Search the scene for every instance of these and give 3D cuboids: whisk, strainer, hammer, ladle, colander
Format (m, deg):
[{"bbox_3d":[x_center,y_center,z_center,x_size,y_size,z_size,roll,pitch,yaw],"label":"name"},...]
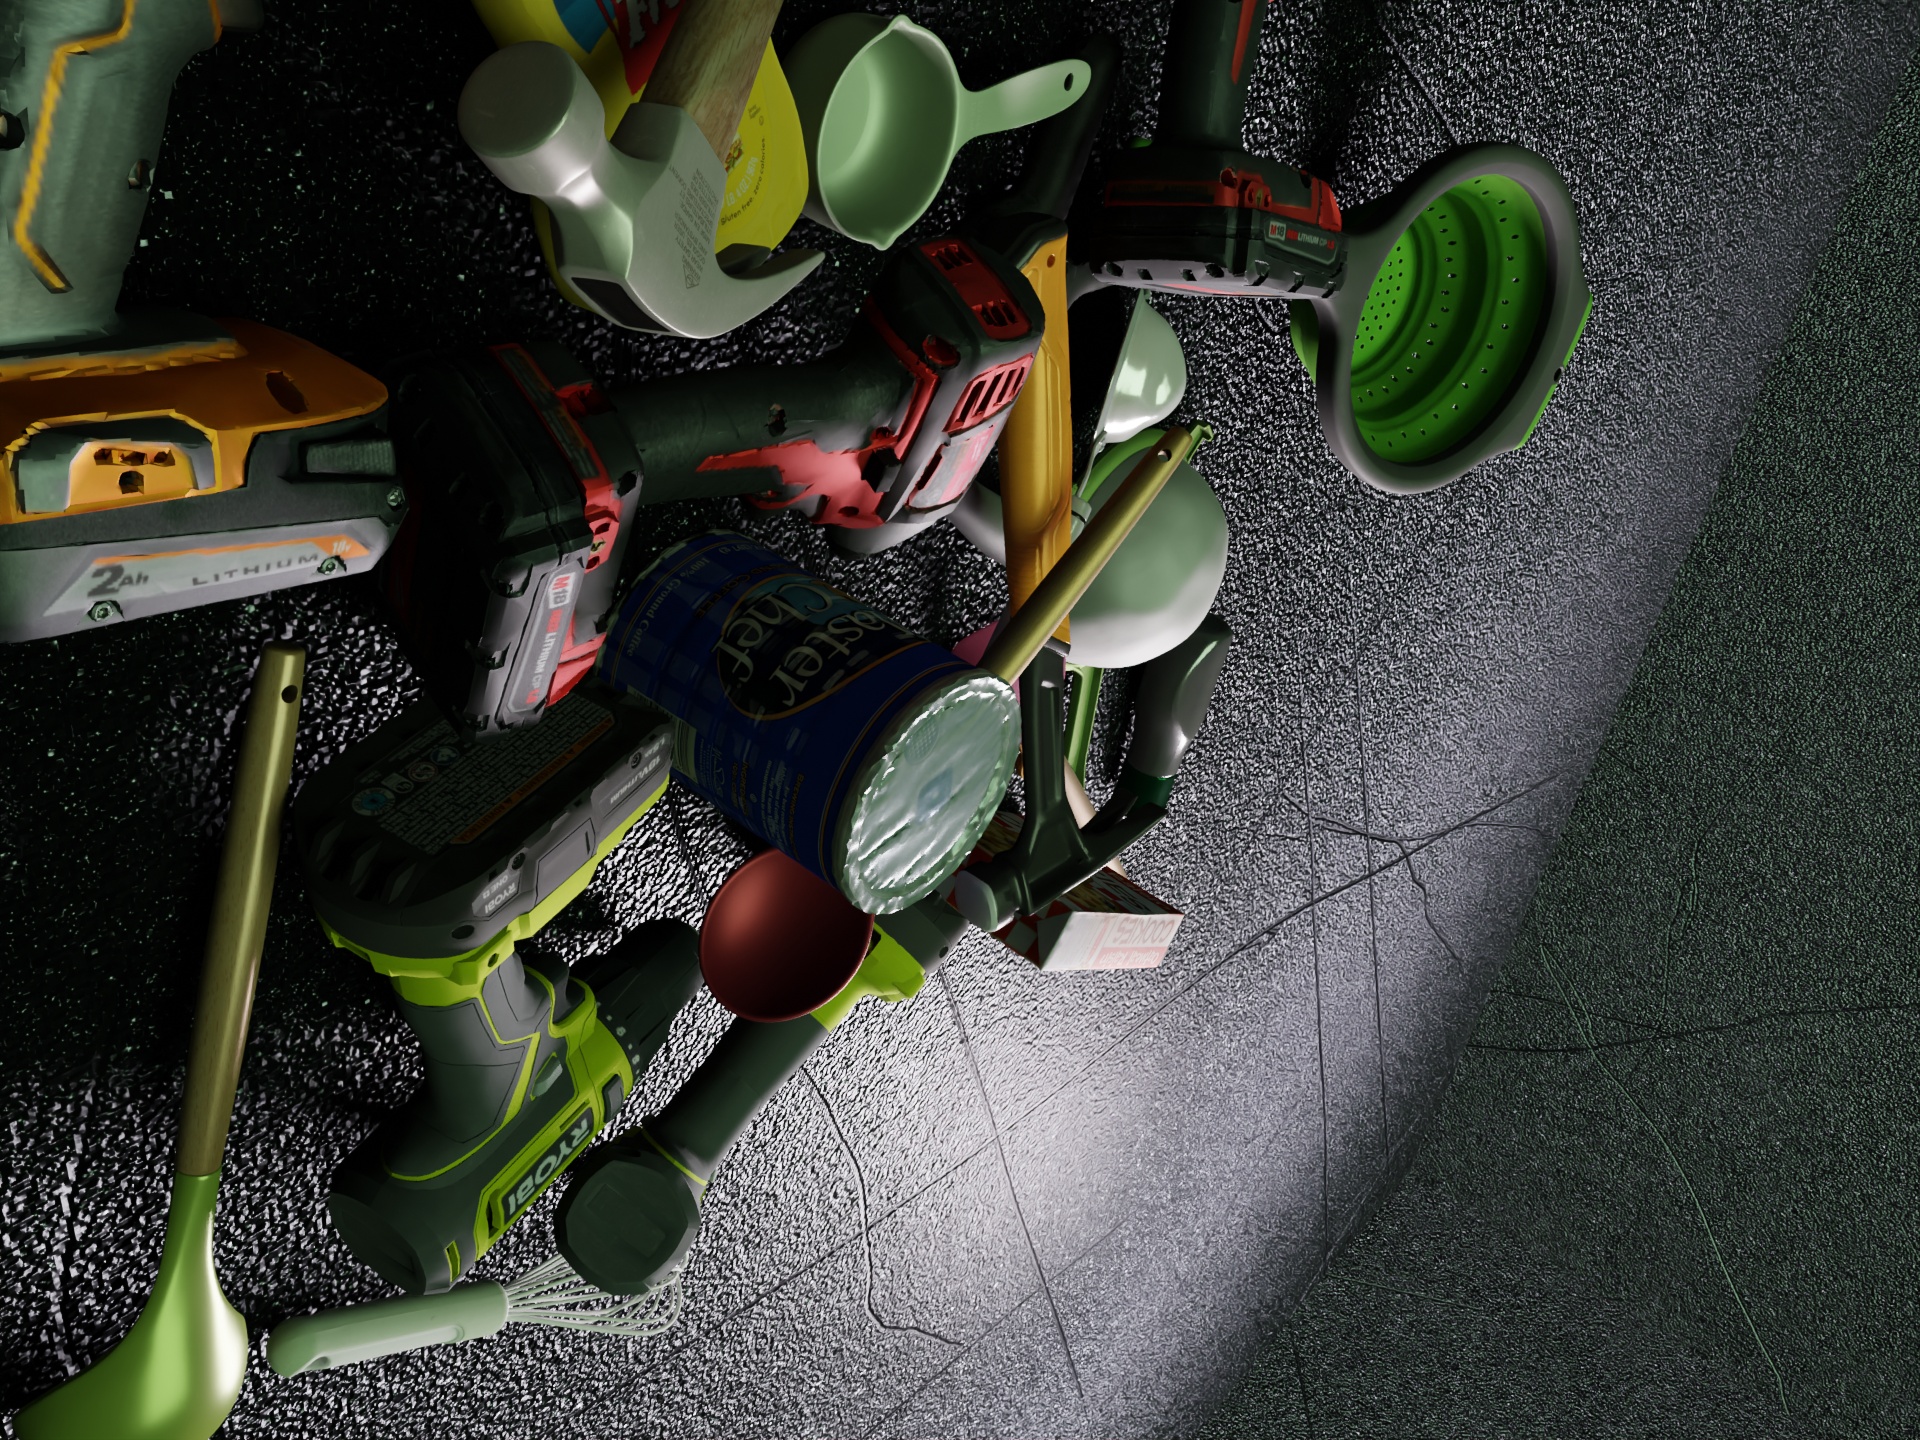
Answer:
[{"bbox_3d":[-0.216,0.276,0.750,0.058,0.059,0.246,-39,154,21],"label":"whisk"},{"bbox_3d":[0.060,-0.110,0.785,0.087,0.050,0.258,77,37,-81],"label":"strainer"},{"bbox_3d":[0.042,-0.063,0.732,0.127,0.034,0.336,-28,129,-33],"label":"hammer"},{"bbox_3d":[0.100,-0.041,0.932,0.151,0.069,0.256,-29,138,-43],"label":"strainer"},{"bbox_3d":[-0.263,0.123,0.543,0.078,0.062,0.320,-5,114,-56],"label":"ladle"},{"bbox_3d":[-0.001,-0.002,0.686,0.315,0.069,0.031,-52,180,-1],"label":"ladle"},{"bbox_3d":[0.206,-0.256,0.903,0.396,0.095,0.204,8,111,-41],"label":"colander"},{"bbox_3d":[-0.007,-0.104,0.726,0.055,0.055,0.238,-61,156,3],"label":"whisk"},{"bbox_3d":[-0.039,-0.260,0.449,0.130,0.031,0.331,50,56,-67],"label":"hammer"}]

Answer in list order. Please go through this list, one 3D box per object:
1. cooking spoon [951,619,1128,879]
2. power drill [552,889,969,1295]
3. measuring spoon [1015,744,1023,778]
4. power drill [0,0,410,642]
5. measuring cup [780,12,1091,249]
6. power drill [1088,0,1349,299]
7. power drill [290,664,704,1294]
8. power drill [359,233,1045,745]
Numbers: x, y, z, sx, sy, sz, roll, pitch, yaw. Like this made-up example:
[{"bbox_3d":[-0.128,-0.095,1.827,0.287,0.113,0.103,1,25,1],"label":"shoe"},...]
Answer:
[{"bbox_3d":[0.061,0.034,0.950,0.069,0.017,0.318,-29,144,2],"label":"cooking spoon"},{"bbox_3d":[-0.101,0.163,0.763,0.223,0.080,0.171,-50,180,-15],"label":"power drill"},{"bbox_3d":[0.032,-0.008,0.921,0.021,0.011,0.116,-45,145,-26],"label":"measuring spoon"},{"bbox_3d":[-0.183,-0.145,0.369,0.164,0.084,0.226,-23,131,-49],"label":"power drill"},{"bbox_3d":[-0.010,-0.236,0.607,0.167,0.038,0.083,-35,143,-41],"label":"measuring cup"},{"bbox_3d":[0.133,-0.303,0.697,0.188,0.080,0.226,-15,112,-54],"label":"power drill"},{"bbox_3d":[-0.164,0.089,0.617,0.190,0.080,0.228,-46,154,-44],"label":"power drill"},{"bbox_3d":[-0.080,-0.080,0.534,0.219,0.079,0.143,-25,162,-34],"label":"power drill"}]
